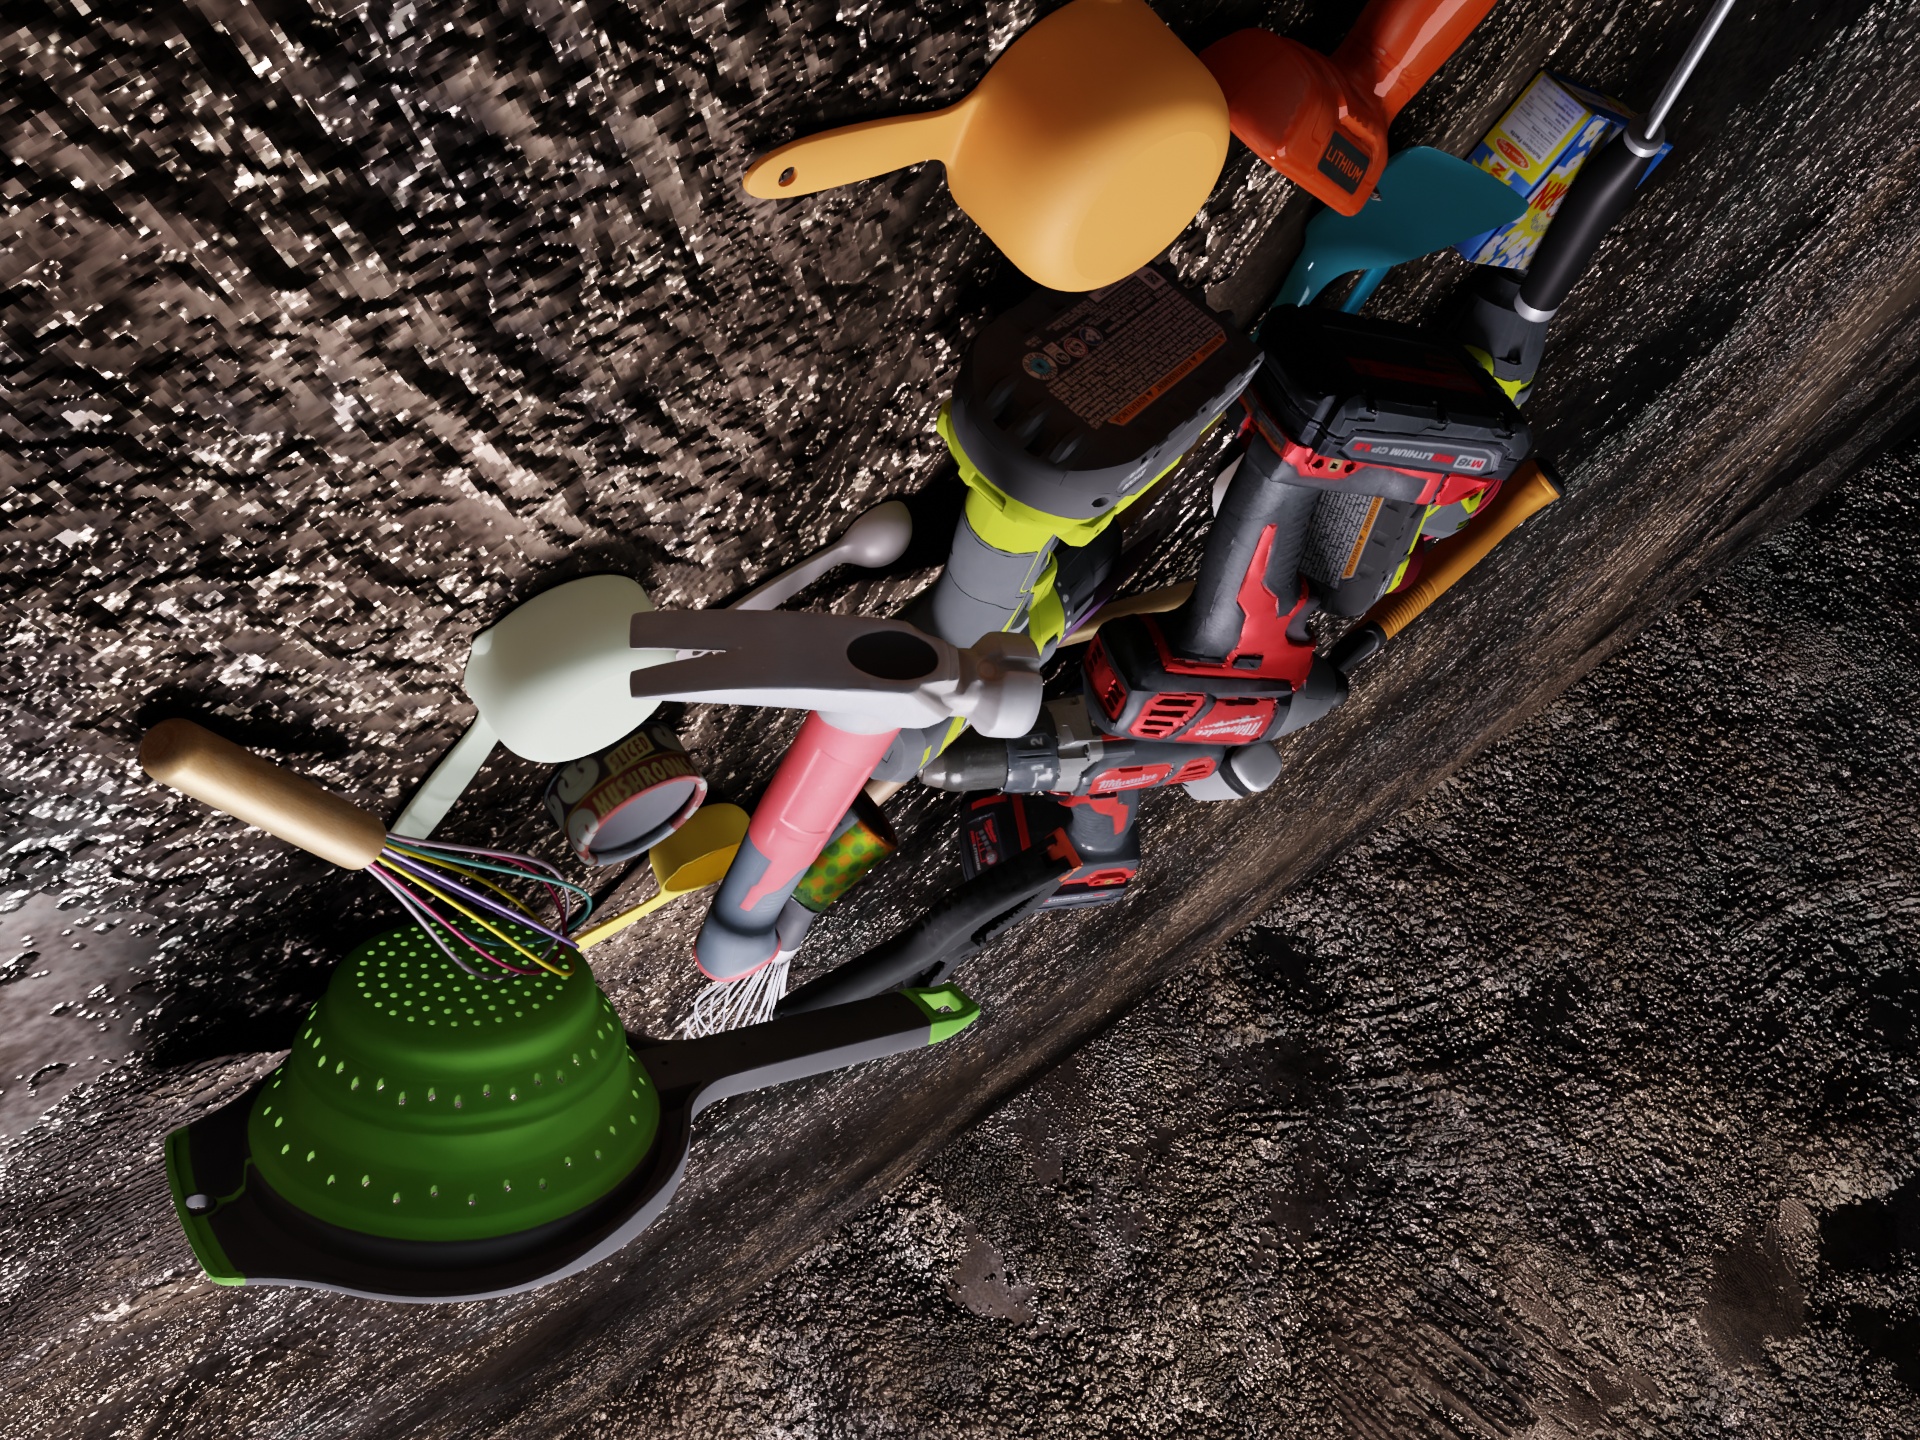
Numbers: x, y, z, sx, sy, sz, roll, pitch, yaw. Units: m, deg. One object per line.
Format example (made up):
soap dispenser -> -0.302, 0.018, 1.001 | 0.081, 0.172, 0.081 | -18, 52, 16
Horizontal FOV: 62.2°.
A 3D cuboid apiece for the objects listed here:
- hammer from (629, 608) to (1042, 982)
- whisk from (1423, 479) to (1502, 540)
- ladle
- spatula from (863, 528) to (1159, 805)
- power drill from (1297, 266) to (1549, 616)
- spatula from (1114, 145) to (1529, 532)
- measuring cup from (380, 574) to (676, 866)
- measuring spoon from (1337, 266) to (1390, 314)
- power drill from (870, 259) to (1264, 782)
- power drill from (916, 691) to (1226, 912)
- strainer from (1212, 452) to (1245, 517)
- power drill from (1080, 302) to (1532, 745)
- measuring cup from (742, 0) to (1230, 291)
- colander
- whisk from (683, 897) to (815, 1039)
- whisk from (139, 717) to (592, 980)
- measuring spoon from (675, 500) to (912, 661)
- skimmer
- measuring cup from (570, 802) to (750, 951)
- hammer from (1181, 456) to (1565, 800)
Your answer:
hammer -> -0.093, 0.052, 0.706 | 0.143, 0.038, 0.386 | 3, 156, -17
whisk -> 0.239, -0.113, 1.053 | 0.296, 0.073, 0.073 | -32, 162, 2
ladle -> 0.156, -0.081, 0.946 | 0.315, 0.069, 0.031 | -17, 169, -22
spatula -> -0.001, -0.003, 0.881 | 0.316, 0.018, 0.060 | -42, -170, 31
power drill -> 0.251, -0.160, 0.868 | 0.223, 0.080, 0.171 | -35, 147, -46
spatula -> 0.128, -0.150, 0.771 | 0.082, 0.044, 0.317 | 9, 136, -37
measuring cup -> -0.172, 0.014, 0.614 | 0.167, 0.038, 0.083 | -46, 160, 22
measuring spoon -> 0.192, -0.219, 0.777 | 0.128, 0.021, 0.042 | -56, 157, 22
power drill -> 0.037, -0.088, 0.685 | 0.190, 0.080, 0.228 | -42, 169, -35
power drill -> 0.052, 0.051, 1.021 | 0.188, 0.080, 0.226 | -5, 154, -13
strainer -> 0.211, -0.148, 0.936 | 0.258, 0.050, 0.086 | -29, 125, -41
power drill -> 0.159, -0.075, 0.745 | 0.143, 0.079, 0.219 | 3, 134, -25
measuring cup -> 0.015, -0.168, 0.496 | 0.173, 0.052, 0.095 | -27, 159, -36
colander -> -0.153, 0.142, 0.748 | 0.397, 0.205, 0.094 | -7, 116, -35
whisk -> -0.123, 0.157, 1.011 | 0.070, 0.070, 0.284 | -24, 156, -36
whisk -> -0.208, 0.054, 0.595 | 0.051, 0.047, 0.244 | -18, 154, 10
measuring spoon -> -0.069, -0.053, 0.675 | 0.124, 0.018, 0.034 | -35, 162, -16
skimmer -> 0.341, -0.278, 0.660 | 0.363, 0.090, 0.127 | 102, 12, -65
measuring cup -> -0.174, 0.088, 0.833 | 0.156, 0.029, 0.062 | -30, 164, 16
hammer -> 0.278, -0.064, 1.058 | 0.337, 0.034, 0.127 | -40, -175, -14
